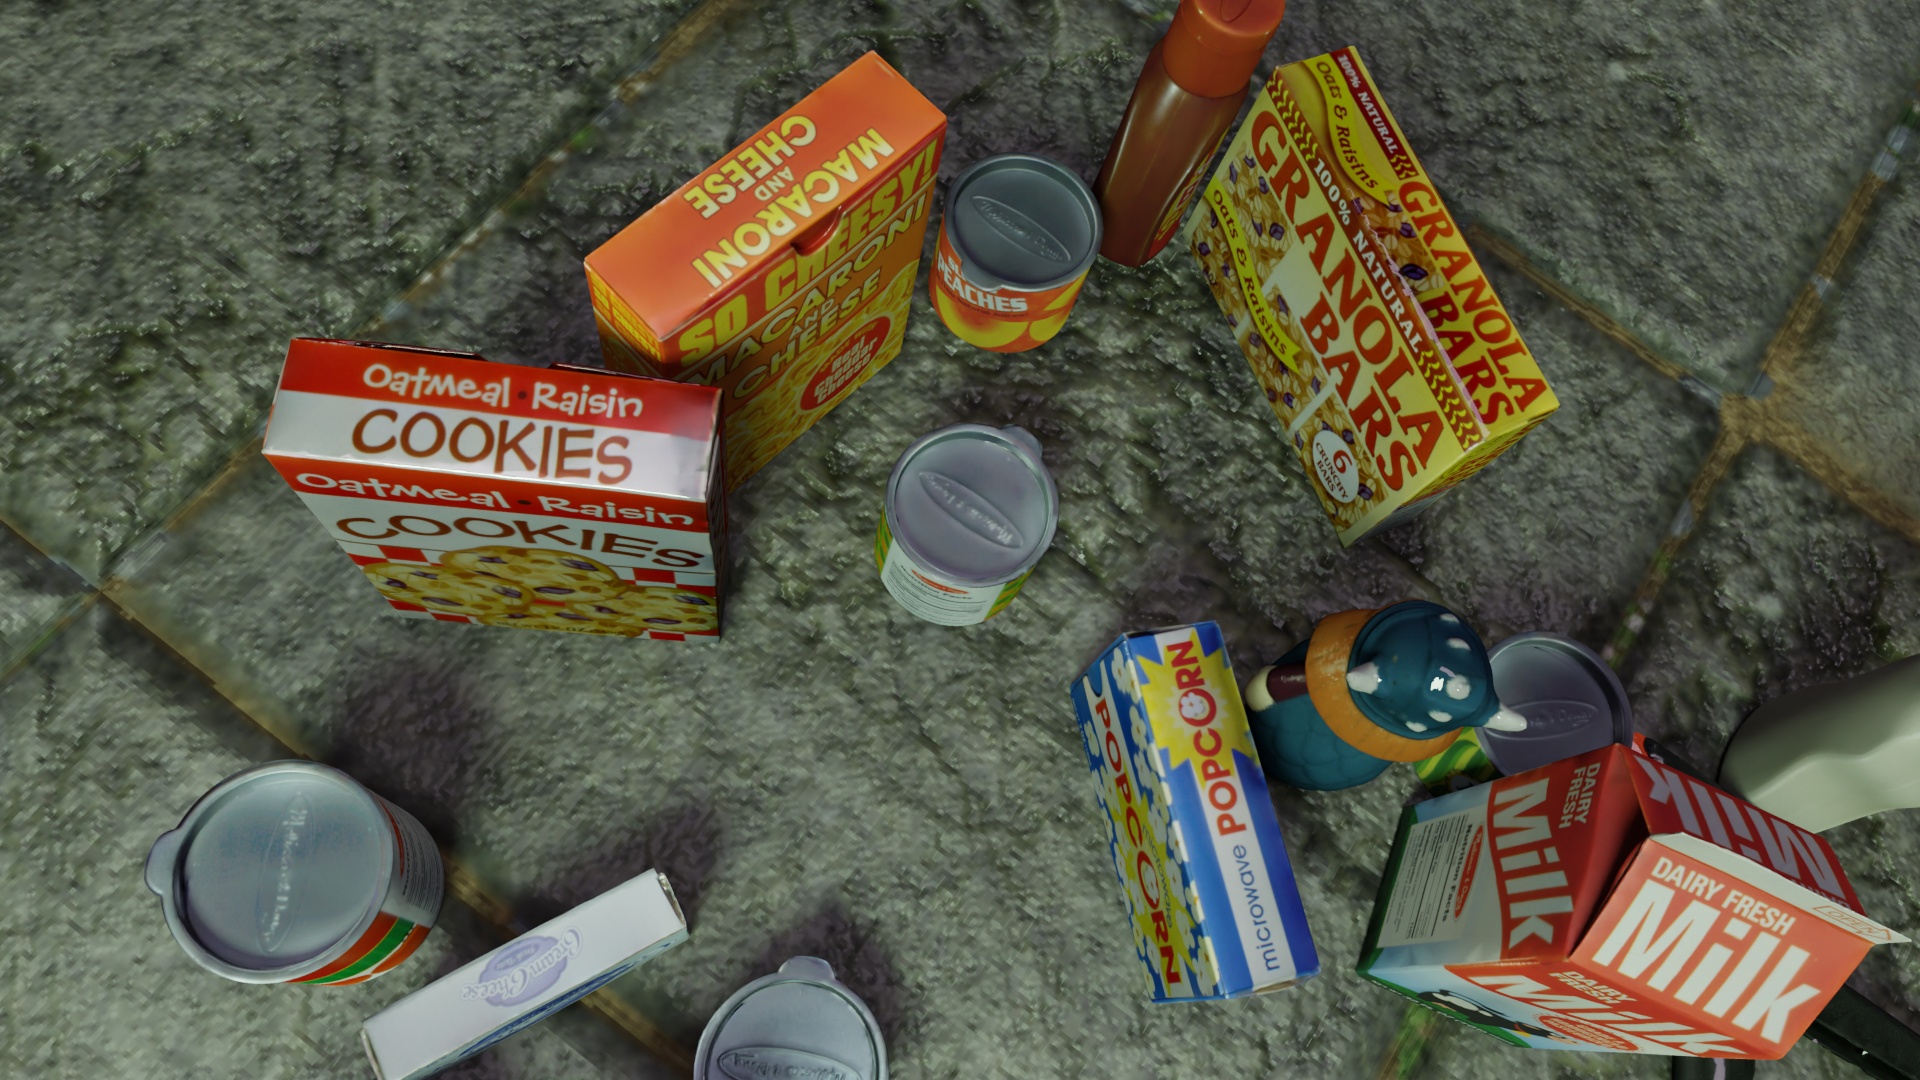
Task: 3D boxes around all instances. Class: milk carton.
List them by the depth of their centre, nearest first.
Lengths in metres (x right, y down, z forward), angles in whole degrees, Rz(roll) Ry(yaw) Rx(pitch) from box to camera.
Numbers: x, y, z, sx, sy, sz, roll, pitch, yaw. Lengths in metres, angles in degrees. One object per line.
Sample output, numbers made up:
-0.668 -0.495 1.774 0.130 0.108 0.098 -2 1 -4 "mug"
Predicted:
0.212 0.123 0.463 0.072 0.190 0.074 24 69 0 "milk carton"

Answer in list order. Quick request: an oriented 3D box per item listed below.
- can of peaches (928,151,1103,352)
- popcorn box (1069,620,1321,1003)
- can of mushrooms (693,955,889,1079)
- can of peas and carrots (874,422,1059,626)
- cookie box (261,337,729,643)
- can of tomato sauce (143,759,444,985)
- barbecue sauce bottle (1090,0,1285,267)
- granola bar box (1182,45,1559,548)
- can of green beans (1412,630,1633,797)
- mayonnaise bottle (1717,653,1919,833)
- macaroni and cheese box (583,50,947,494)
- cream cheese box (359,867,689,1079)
0.020 -0.119 0.590 0.071 0.058 0.071 3 70 -8 "can of peaches"
0.081 0.101 0.507 0.038 0.085 0.127 -10 73 -12 "popcorn box"
-0.058 0.182 0.484 0.071 0.033 0.071 3 70 -8 "can of mushrooms"
0.002 -0.007 0.547 0.071 0.058 0.071 3 70 -8 "can of peas and carrots"
-0.142 -0.009 0.468 0.123 0.167 0.040 6 70 -7 "cookie box"
-0.214 0.113 0.458 0.071 0.082 0.071 3 71 -8 "can of tomato sauce"
0.090 -0.175 0.572 0.044 0.148 0.065 28 69 2 "barbecue sauce bottle"
0.159 -0.095 0.568 0.039 0.123 0.166 -20 75 -15 "granola bar box"
0.220 0.075 0.552 0.071 0.057 0.071 3 70 -8 "can of green beans"
0.354 0.074 0.525 0.041 0.147 0.065 38 70 5 "mayonnaise bottle"
-0.068 -0.082 0.505 0.040 0.166 0.124 45 71 8 "macaroni and cheese box"
-0.144 0.148 0.472 0.104 0.053 0.024 -26 77 -16 "cream cheese box"
